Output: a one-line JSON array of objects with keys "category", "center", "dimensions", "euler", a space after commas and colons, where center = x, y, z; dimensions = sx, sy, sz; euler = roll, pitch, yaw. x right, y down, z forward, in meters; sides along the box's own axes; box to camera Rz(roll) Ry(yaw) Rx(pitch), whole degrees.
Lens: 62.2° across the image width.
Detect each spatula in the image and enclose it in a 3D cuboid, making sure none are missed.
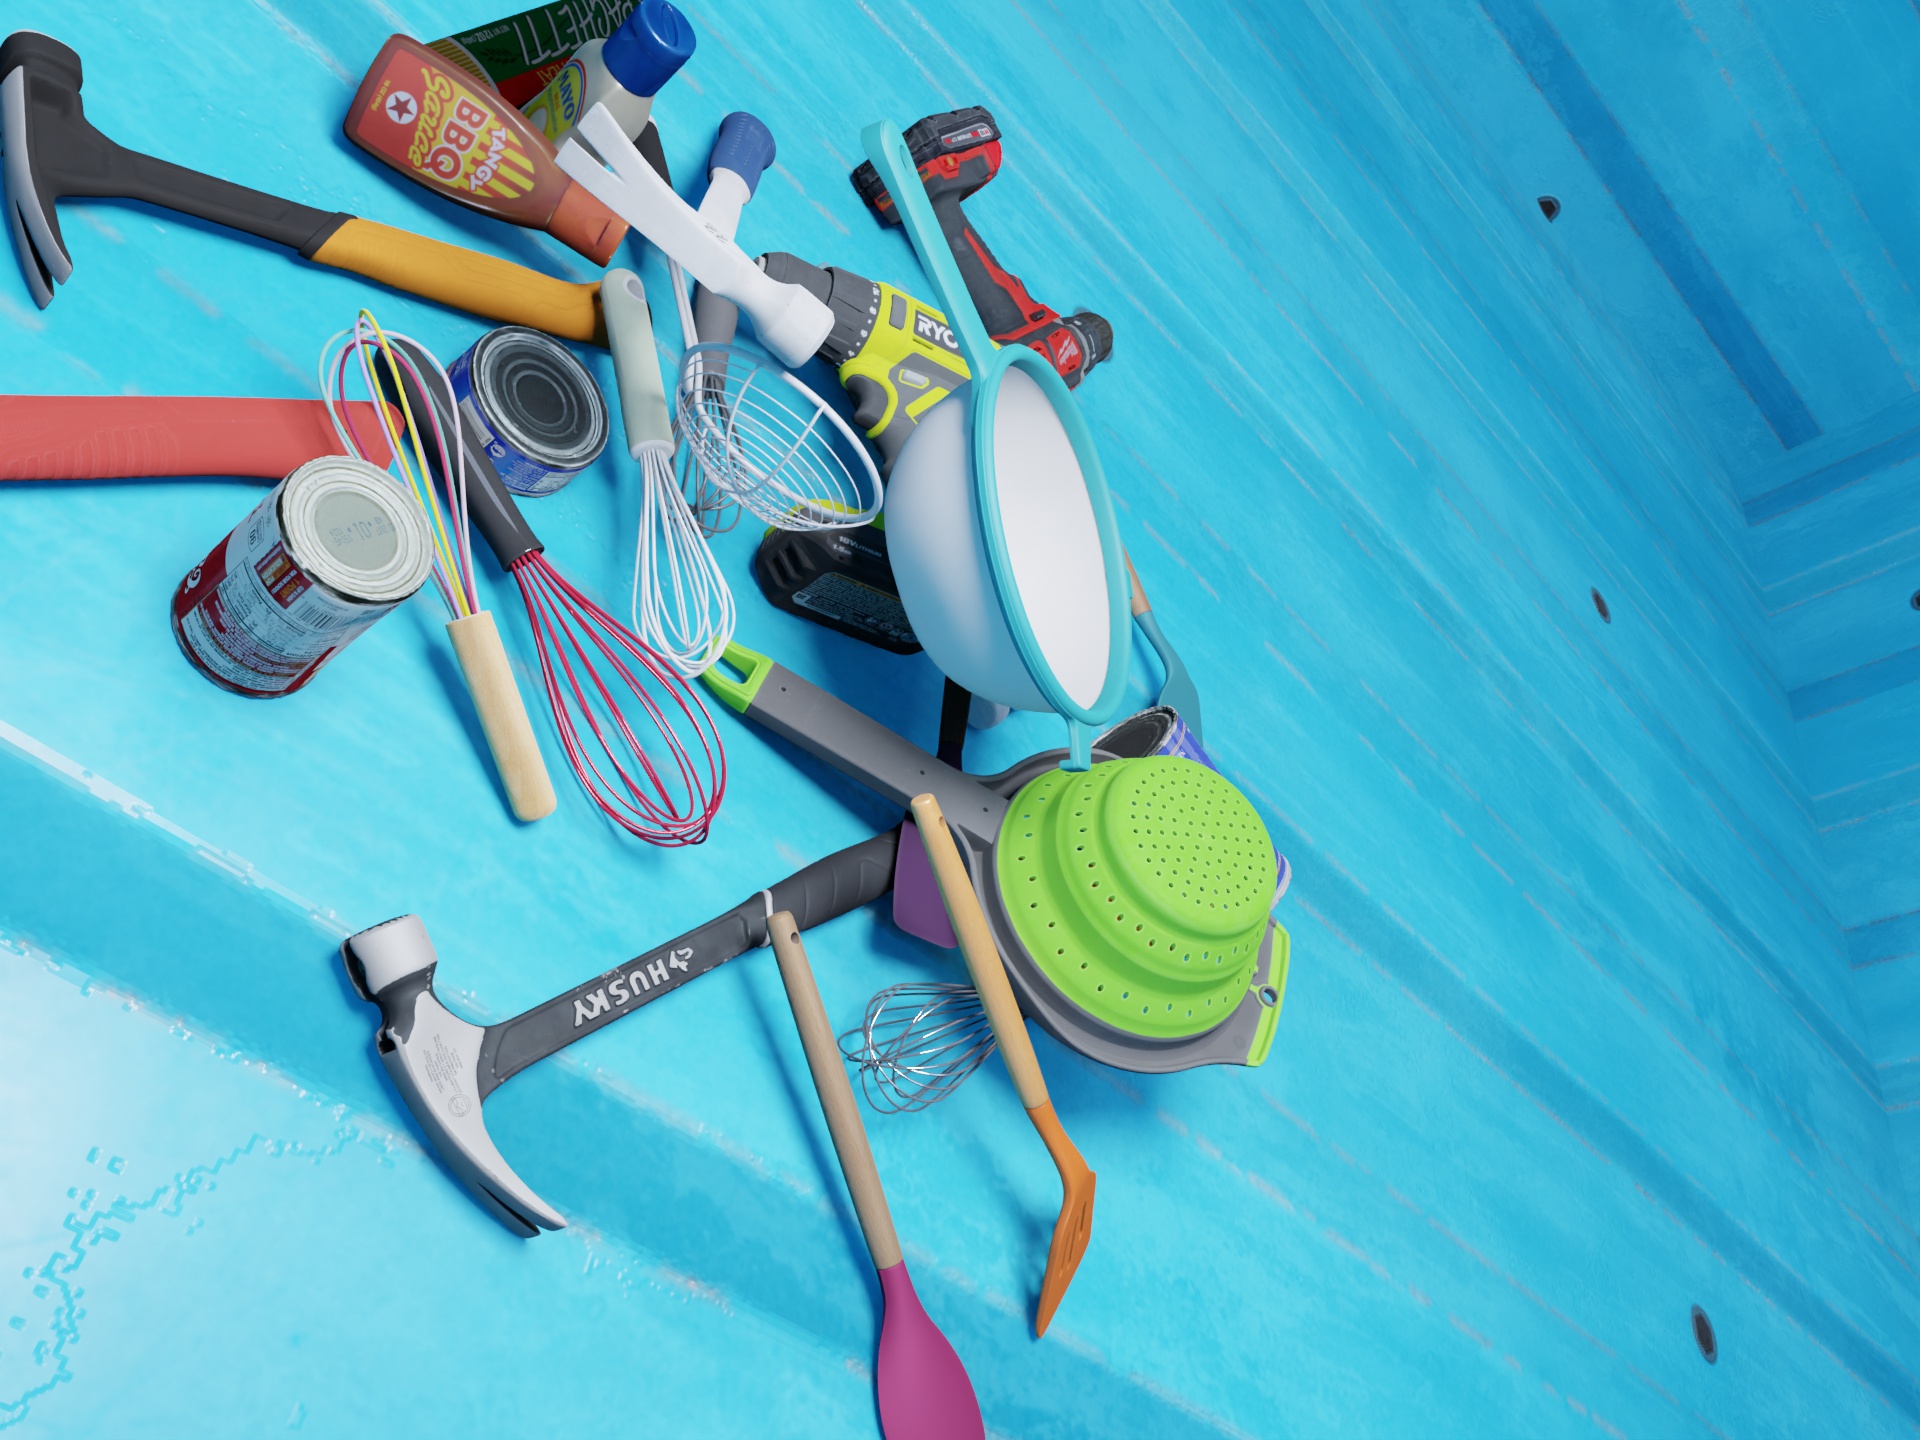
[{"category": "spatula", "center": [0.024, 0.184, 0.850], "dimensions": [0.081, 0.041, 0.322], "euler": [-46, 122, -53]}, {"category": "spatula", "center": [0.122, -0.099, 1.232], "dimensions": [0.082, 0.044, 0.318], "euler": [-4, 67, -50]}, {"category": "spatula", "center": [-0.002, -0.003, 0.975], "dimensions": [0.059, 0.018, 0.316], "euler": [25, 50, -24]}]

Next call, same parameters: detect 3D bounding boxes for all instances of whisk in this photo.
[{"category": "whisk", "center": [-0.165, -0.137, 0.854], "dimensions": [0.057, 0.059, 0.246], "euler": [15, 57, -56]}, {"category": "whisk", "center": [-0.206, -0.064, 0.792], "dimensions": [0.296, 0.073, 0.073], "euler": [57, 37, 1]}, {"category": "whisk", "center": [-0.149, -0.201, 0.952], "dimensions": [0.055, 0.055, 0.239], "euler": [30, 43, -36]}, {"category": "whisk", "center": [-0.235, -0.068, 0.733], "dimensions": [0.051, 0.047, 0.245], "euler": [-32, 109, -53]}, {"category": "whisk", "center": [0.028, 0.166, 0.933], "dimensions": [0.284, 0.070, 0.070], "euler": [-6, 73, -56]}]

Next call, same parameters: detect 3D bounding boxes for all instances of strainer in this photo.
[{"category": "strainer", "center": [-0.007, -0.143, 0.849], "dimensions": [0.340, 0.095, 0.211], "euler": [64, 27, -29]}]

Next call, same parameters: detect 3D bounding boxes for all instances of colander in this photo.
[{"category": "colander", "center": [0.041, 0.046, 0.889], "dimensions": [0.397, 0.094, 0.205], "euler": [31, 47, -8]}]

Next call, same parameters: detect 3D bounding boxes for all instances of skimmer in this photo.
[{"category": "skimmer", "center": [-0.130, -0.248, 0.906], "dimensions": [0.127, 0.090, 0.364], "euler": [64, 6, -54]}]

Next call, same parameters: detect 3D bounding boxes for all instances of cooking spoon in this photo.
[{"category": "cooking spoon", "center": [-0.044, 0.249, 0.799], "dimensions": [0.068, 0.017, 0.319], "euler": [-19, 92, -53]}]

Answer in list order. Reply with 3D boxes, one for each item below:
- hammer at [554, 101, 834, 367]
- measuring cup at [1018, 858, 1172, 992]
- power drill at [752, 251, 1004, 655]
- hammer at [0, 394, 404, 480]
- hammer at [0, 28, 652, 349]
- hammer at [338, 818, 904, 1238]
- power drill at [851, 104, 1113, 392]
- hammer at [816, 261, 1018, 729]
[{"category": "hammer", "center": [-0.135, -0.306, 0.902], "dimensions": [0.144, 0.035, 0.406], "euler": [38, 18, -21]}, {"category": "measuring cup", "center": [0.065, 0.090, 0.971], "dimensions": [0.173, 0.052, 0.095], "euler": [51, 25, -11]}, {"category": "power drill", "center": [-0.057, -0.173, 0.987], "dimensions": [0.190, 0.080, 0.229], "euler": [21, 61, -30]}, {"category": "hammer", "center": [-0.388, -0.120, 0.627], "dimensions": [0.359, 0.036, 0.149], "euler": [-14, 80, -52]}, {"category": "hammer", "center": [-0.296, -0.232, 0.804], "dimensions": [0.336, 0.034, 0.127], "euler": [4, 65, -49]}, {"category": "hammer", "center": [-0.112, 0.113, 0.815], "dimensions": [0.409, 0.036, 0.149], "euler": [-22, 87, -53]}, {"category": "power drill", "center": [0.033, -0.354, 1.237], "dimensions": [0.226, 0.080, 0.188], "euler": [60, 37, -8]}, {"category": "hammer", "center": [-0.027, -0.159, 1.080], "dimensions": [0.128, 0.033, 0.331], "euler": [-31, 93, -52]}]
